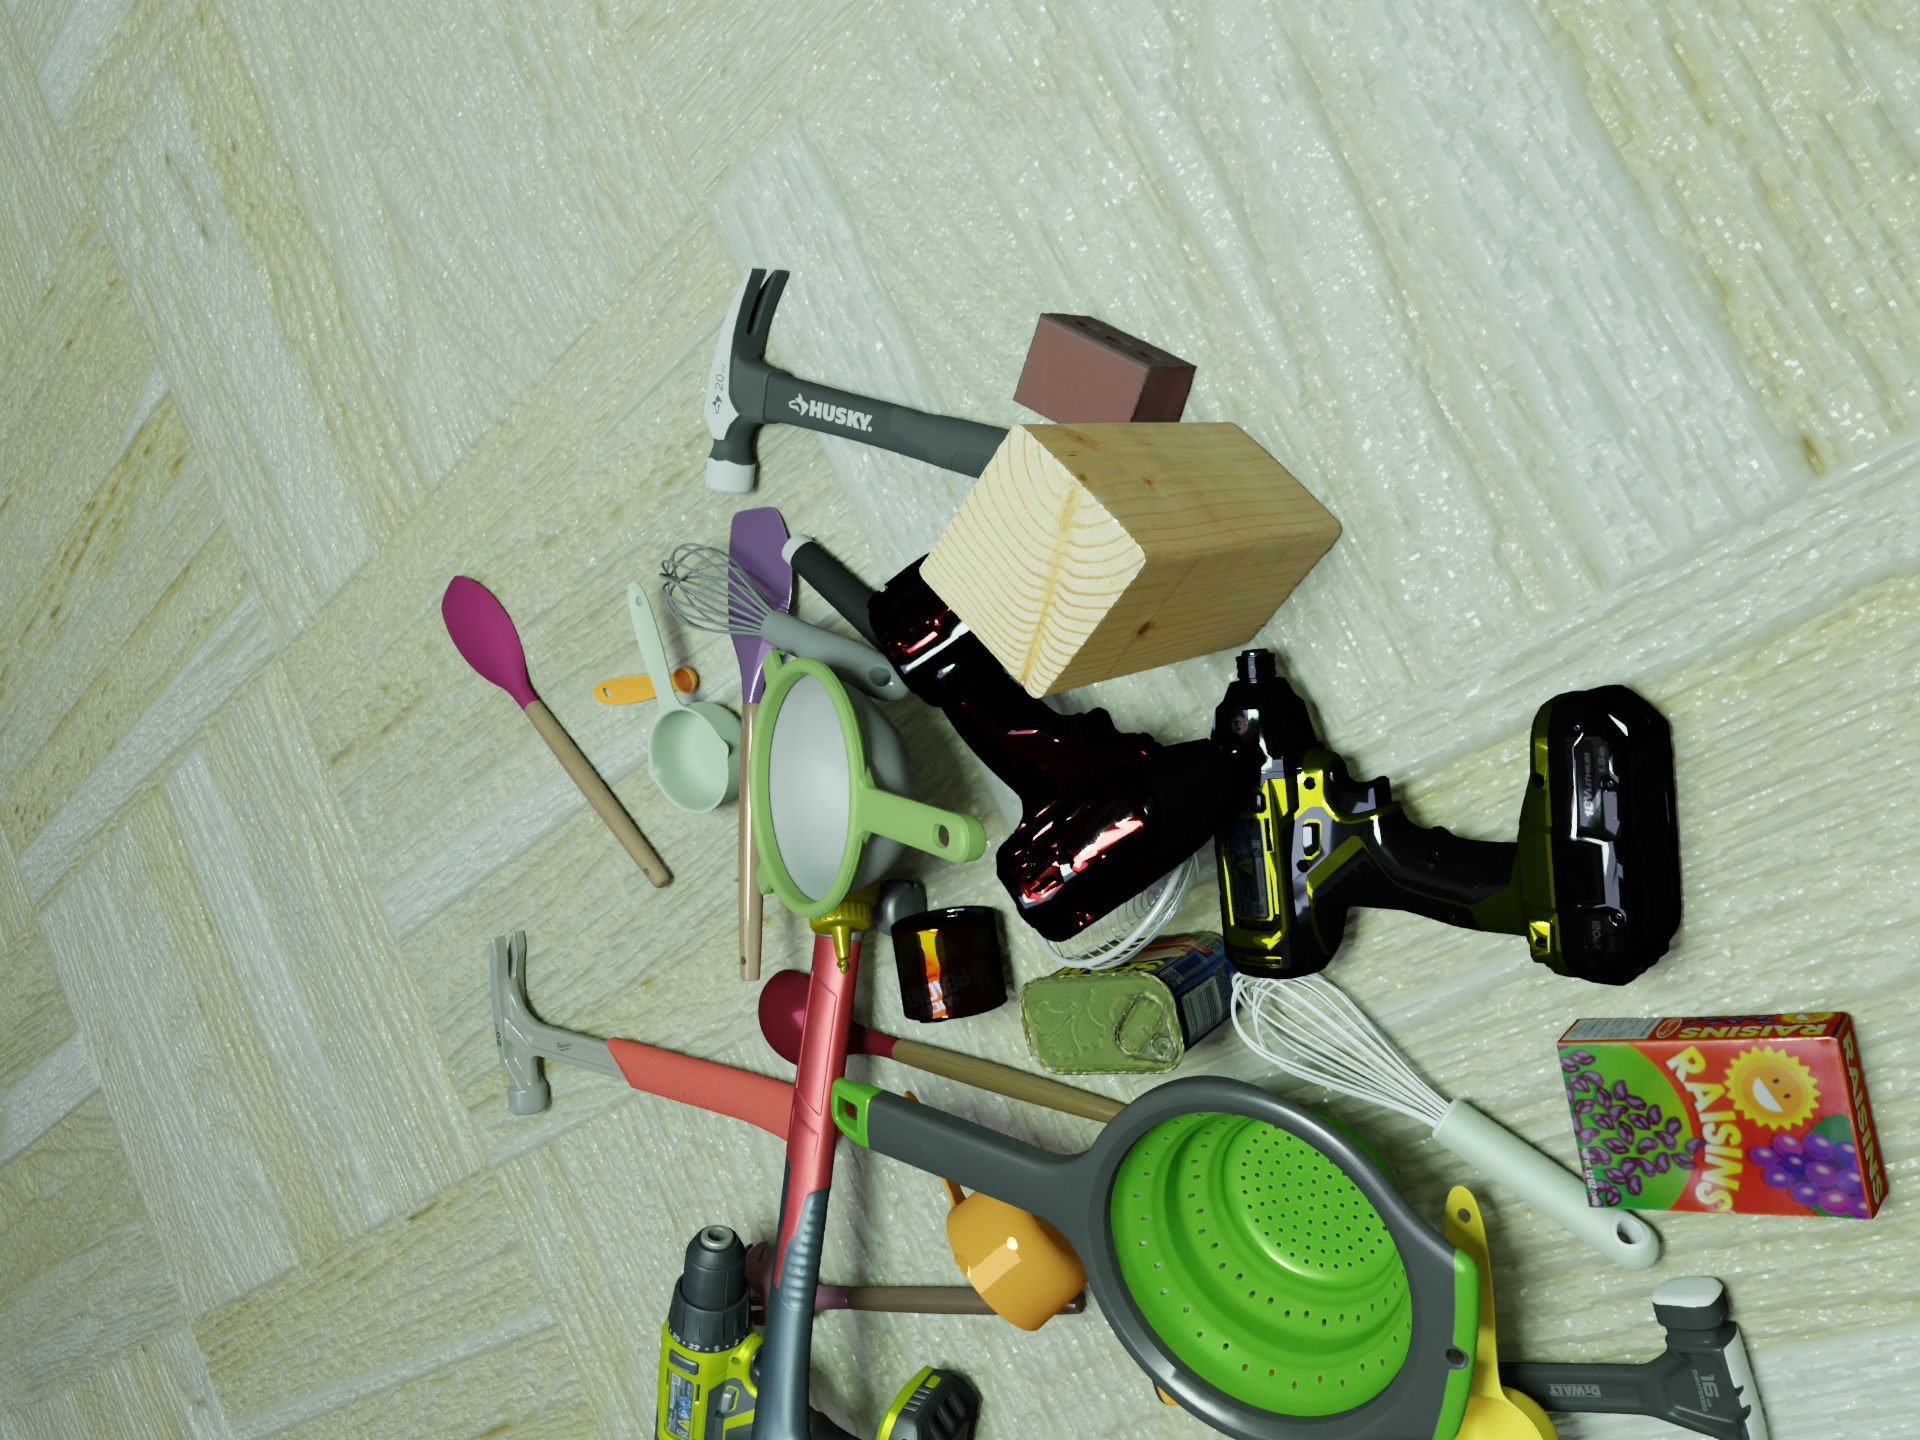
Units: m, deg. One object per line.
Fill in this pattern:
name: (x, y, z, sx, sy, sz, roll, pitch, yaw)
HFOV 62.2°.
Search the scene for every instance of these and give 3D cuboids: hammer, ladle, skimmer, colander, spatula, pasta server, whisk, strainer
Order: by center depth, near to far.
whisk: (0.245, 0.203, 0.827, 0.246, 0.058, 0.059, 33, 153, 24)
hammer: (0.251, 0.366, 0.857, 0.337, 0.034, 0.127, -16, 88, 38)
strainer: (-0.039, 0.044, 0.889, 0.256, 0.069, 0.151, 12, 101, 58)
colander: (0.104, 0.260, 0.896, 0.397, 0.094, 0.204, 12, 109, 33)
skimmer: (-0.001, -0.003, 0.939, 0.364, 0.090, 0.127, 43, 106, 24)
hammer: (-0.025, -0.178, 0.959, 0.335, 0.035, 0.146, 21, 111, 32)
whisk: (-0.114, -0.061, 1.002, 0.239, 0.055, 0.055, 27, 114, 38)
ladle: (-0.019, 0.222, 1.038, 0.315, 0.031, 0.069, 8, 103, 34)
hammer: (-0.111, 0.290, 1.042, 0.143, 0.038, 0.386, 3, 83, 35)
spatula: (-0.137, 0.015, 1.060, 0.060, 0.018, 0.316, -1, 87, 37)
pasta server: (-0.048, 0.394, 1.094, 0.316, 0.040, 0.060, -13, 91, 34)
hammer: (-0.228, 0.255, 1.195, 0.359, 0.036, 0.149, 4, 101, 37)

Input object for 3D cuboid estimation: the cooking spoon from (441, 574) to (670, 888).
cooking spoon: (-0.316, 0.007, 1.224, 0.319, 0.017, 0.068, 49, 124, 20)

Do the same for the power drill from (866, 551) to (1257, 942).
power drill: (0.053, -0.006, 0.850, 0.143, 0.078, 0.220, -36, 60, 10)

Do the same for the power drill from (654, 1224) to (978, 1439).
power drill: (-0.108, 0.462, 1.090, 0.229, 0.080, 0.190, 17, 112, 23)

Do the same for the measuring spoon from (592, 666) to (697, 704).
measuring spoon: (-0.230, -0.026, 1.160, 0.117, 0.011, 0.021, -7, 107, 41)

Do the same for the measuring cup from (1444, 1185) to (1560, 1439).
measuring cup: (0.268, 0.314, 0.804, 0.062, 0.029, 0.156, -13, 77, 40)

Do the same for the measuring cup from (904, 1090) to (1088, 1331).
measuring cup: (0.020, 0.291, 0.996, 0.052, 0.095, 0.174, -41, 55, 12)

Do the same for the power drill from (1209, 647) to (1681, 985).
power drill: (0.226, 0.047, 0.789, 0.223, 0.080, 0.171, -1, 98, 40)

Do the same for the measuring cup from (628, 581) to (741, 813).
measuring cup: (-0.192, -0.019, 1.110, 0.083, 0.038, 0.167, -18, 90, 37)
